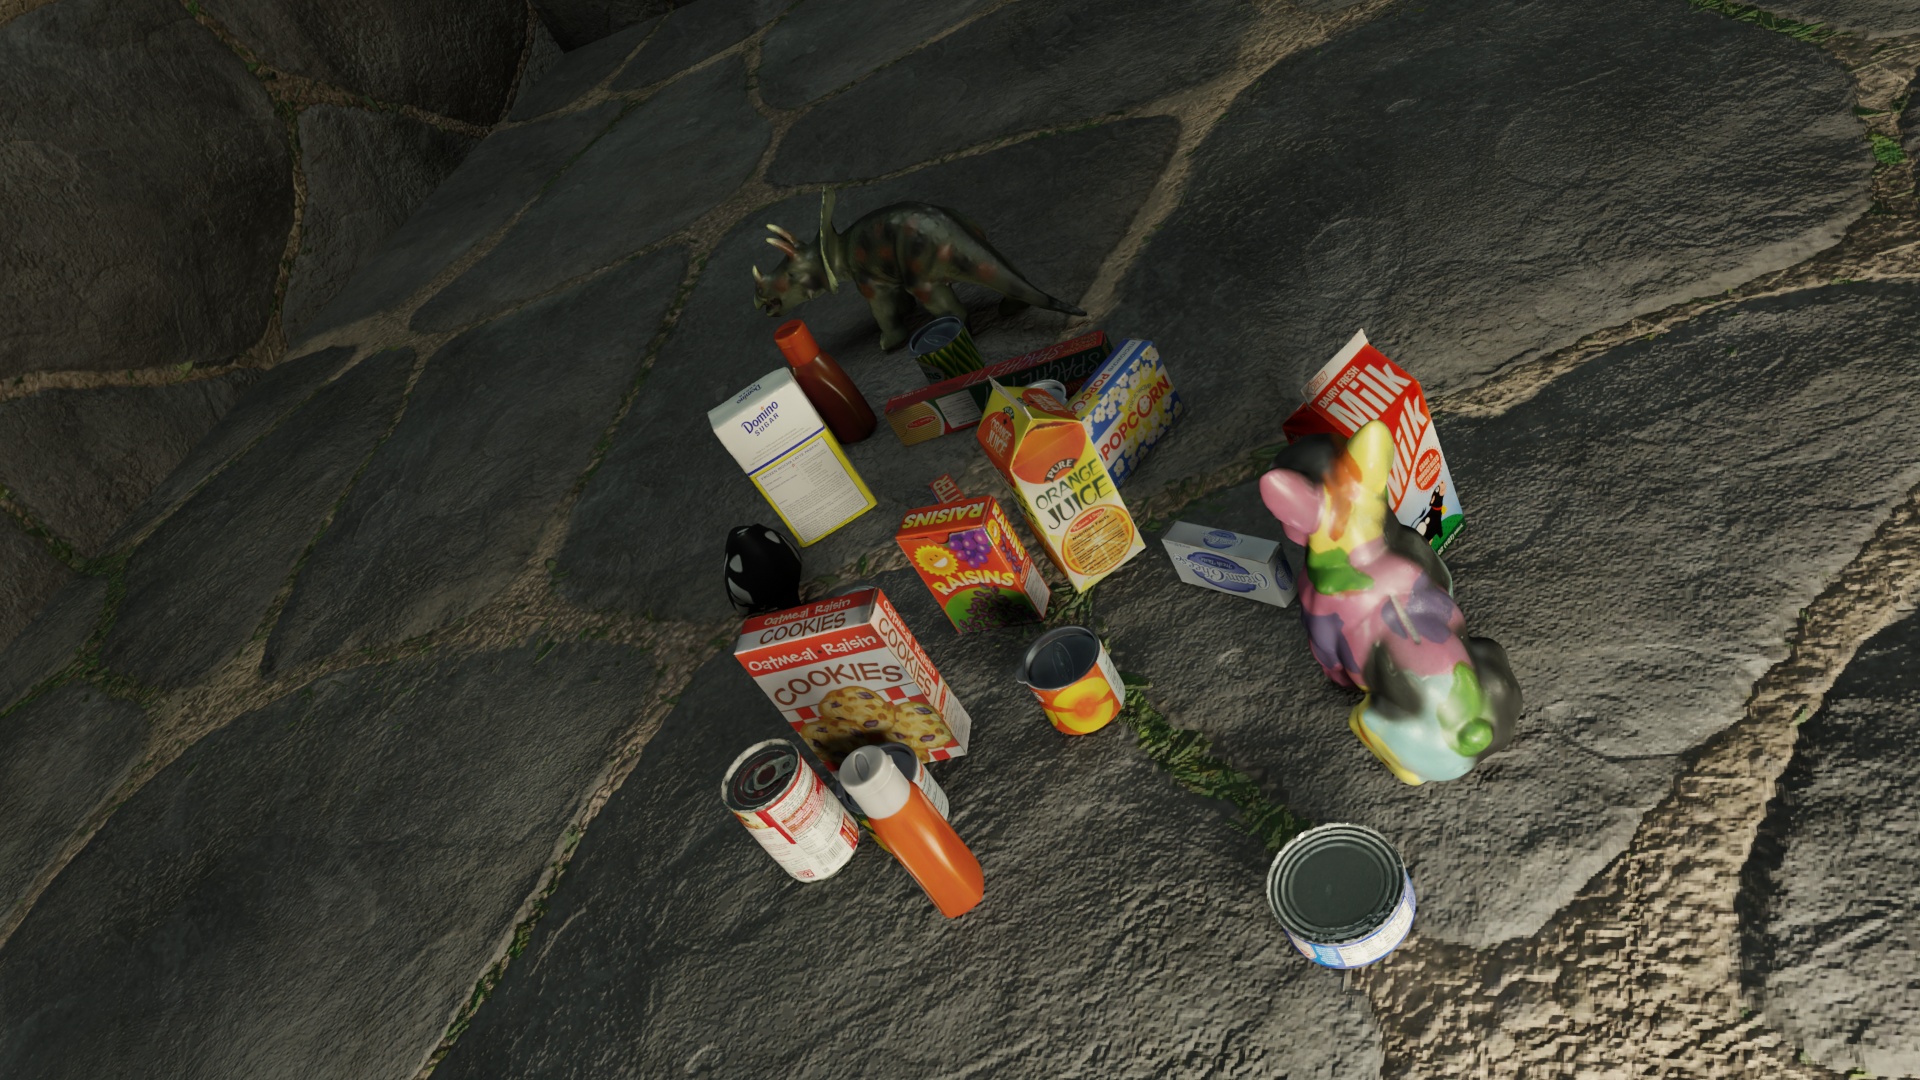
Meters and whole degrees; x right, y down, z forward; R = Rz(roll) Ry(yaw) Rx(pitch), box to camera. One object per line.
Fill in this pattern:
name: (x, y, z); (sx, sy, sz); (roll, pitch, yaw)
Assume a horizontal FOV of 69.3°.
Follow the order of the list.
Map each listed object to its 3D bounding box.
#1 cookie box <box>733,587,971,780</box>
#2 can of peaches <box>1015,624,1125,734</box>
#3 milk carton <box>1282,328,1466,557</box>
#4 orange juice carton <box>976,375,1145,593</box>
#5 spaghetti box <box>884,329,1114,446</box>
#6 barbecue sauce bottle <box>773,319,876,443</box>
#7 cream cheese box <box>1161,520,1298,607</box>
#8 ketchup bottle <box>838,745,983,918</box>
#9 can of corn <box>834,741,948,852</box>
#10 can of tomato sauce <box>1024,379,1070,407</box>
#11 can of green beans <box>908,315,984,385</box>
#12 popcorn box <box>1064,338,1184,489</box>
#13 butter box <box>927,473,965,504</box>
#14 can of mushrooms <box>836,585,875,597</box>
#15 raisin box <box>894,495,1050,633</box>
cookie box: (-0.083, 0.116, 1.102); (0.123, 0.166, 0.040); (-15, 39, 22)
can of peaches: (0.086, 0.109, 1.080); (0.071, 0.058, 0.071); (-20, 37, 16)
milk carton: (0.298, -0.061, 1.014); (0.072, 0.190, 0.073); (-45, 37, -17)
orange juice carton: (0.078, -0.055, 1.166); (0.073, 0.192, 0.072); (-35, 36, -3)
spaghetti box: (0.043, -0.155, 1.432); (0.250, 0.050, 0.029); (-16, 39, 21)
barbecue sauce bottle: (-0.151, -0.172, 1.510); (0.065, 0.148, 0.044); (-6, 43, 32)
cream cheese box: (0.213, 0.018, 1.099); (0.104, 0.053, 0.024); (15, 56, 45)
ketchup bottle: (-0.034, 0.202, 0.981); (0.043, 0.148, 0.065); (-31, 36, 1)
can of corn: (-0.052, 0.200, 1.074); (0.071, 0.058, 0.071); (-20, 37, 16)
can of tomato sauce: (0.086, -0.098, 1.305); (0.071, 0.082, 0.071); (-20, 37, 16)
can of green beans: (-0.015, -0.204, 1.526); (0.071, 0.057, 0.071); (-20, 37, 16)
popcorn box: (0.145, -0.114, 1.278); (0.038, 0.085, 0.127); (16, 57, 46)
butter box: (0.005, -0.016, 1.293); (0.024, 0.053, 0.104); (-32, 36, 0)
can of mushrooms: (-0.092, 0.077, 1.270); (0.071, 0.033, 0.071); (-20, 37, 16)
raisin box: (0.012, 0.022, 1.182); (0.086, 0.123, 0.040); (-9, 42, 29)
